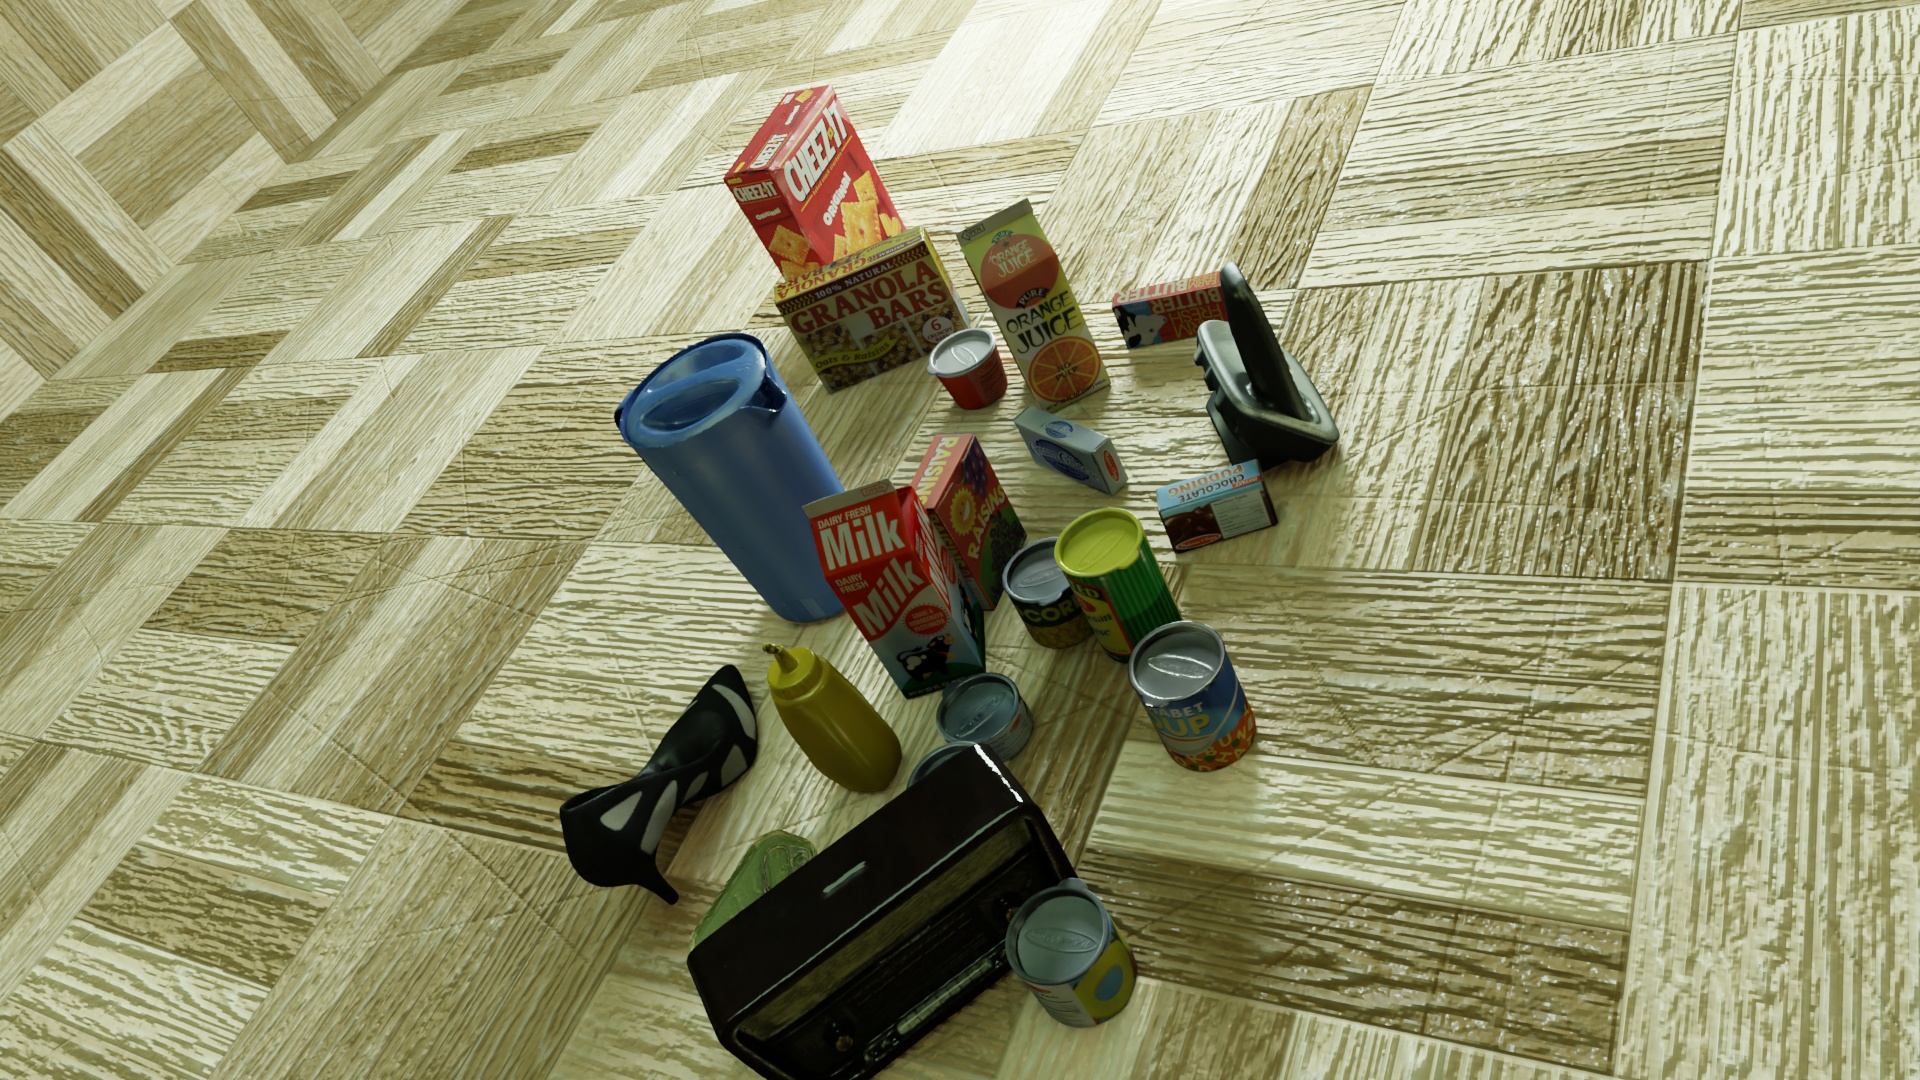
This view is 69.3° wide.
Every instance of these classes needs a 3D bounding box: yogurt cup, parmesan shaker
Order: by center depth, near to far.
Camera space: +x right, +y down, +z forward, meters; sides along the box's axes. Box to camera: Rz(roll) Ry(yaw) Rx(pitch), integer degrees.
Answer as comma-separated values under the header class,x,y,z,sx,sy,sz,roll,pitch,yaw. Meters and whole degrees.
class,x,y,z,sx,sy,sz,roll,pitch,yaw
parmesan shaker,0.119,0.036,1.014,0.071,0.102,0.072,-17,41,15
yogurt cup,0.011,-0.162,1.331,0.072,0.053,0.073,-17,41,15

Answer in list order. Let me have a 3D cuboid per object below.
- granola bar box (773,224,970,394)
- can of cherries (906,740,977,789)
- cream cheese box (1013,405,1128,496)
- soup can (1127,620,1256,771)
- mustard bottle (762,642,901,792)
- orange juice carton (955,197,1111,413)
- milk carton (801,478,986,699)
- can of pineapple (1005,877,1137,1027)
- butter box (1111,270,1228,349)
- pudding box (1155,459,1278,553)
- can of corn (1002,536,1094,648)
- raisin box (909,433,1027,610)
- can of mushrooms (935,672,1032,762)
class,x,y,z,sx,sy,sz,roll,pitch,yaw
granola bar box,-0.088,-0.232,1.410,0.165,0.123,0.039,-21,40,11
can of cherries,0.006,0.183,0.960,0.071,0.058,0.072,-17,41,15
cream cheese box,0.094,-0.077,1.190,0.024,0.053,0.104,-44,41,-16
soup can,0.155,0.107,0.931,0.071,0.083,0.072,-17,41,15
mustard bottle,-0.099,0.122,1.009,0.065,0.159,0.049,2,49,33
orange juice carton,0.063,-0.213,1.244,0.072,0.192,0.073,-27,39,4
milk carton,-0.047,0.029,1.053,0.072,0.189,0.074,-18,40,14
can of pineapple,0.069,0.252,0.848,0.071,0.057,0.071,-17,41,15
butter box,0.195,-0.210,1.271,0.103,0.053,0.024,-9,44,24
pudding box,0.197,-0.026,1.075,0.083,0.049,0.030,-17,41,15
can of corn,0.074,0.042,1.070,0.071,0.058,0.071,-17,41,15
raisin box,0.004,-0.014,1.121,0.040,0.123,0.086,0,48,32
can of mushrooms,0.017,0.132,1.028,0.071,0.033,0.071,-17,41,15
